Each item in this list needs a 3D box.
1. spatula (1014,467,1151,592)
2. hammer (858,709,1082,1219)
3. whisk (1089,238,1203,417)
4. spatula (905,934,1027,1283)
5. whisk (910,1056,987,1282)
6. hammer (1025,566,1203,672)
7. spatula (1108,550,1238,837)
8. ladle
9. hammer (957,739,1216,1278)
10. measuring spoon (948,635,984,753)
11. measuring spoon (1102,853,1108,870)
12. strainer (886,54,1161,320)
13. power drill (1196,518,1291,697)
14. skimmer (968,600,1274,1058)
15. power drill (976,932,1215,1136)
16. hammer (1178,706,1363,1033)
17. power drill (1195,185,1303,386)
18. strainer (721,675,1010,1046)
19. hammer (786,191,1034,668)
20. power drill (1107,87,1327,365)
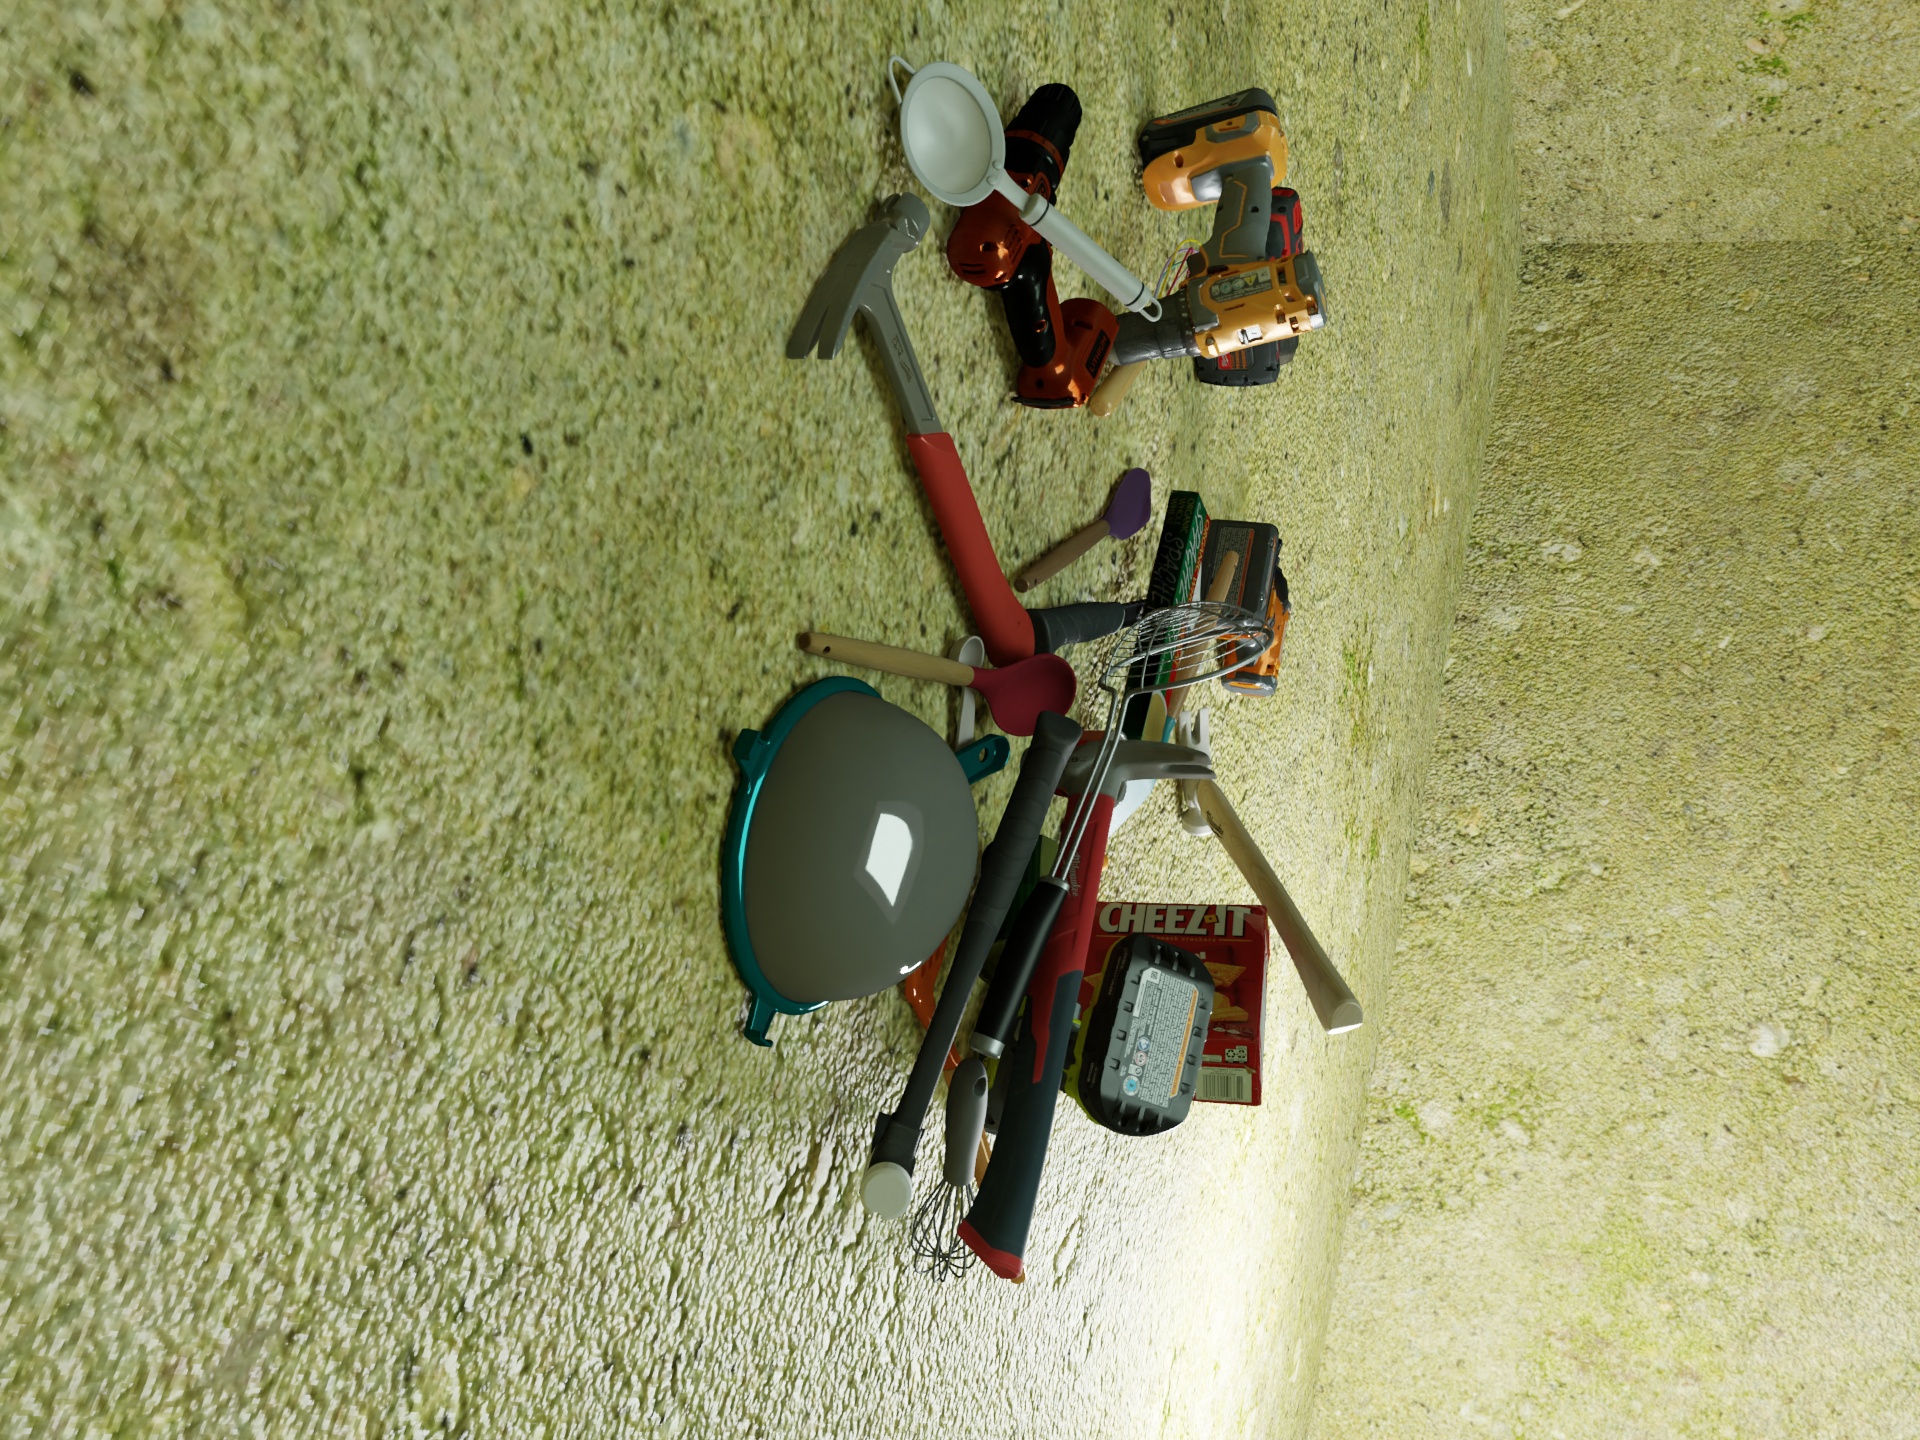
[{"bbox_3d":[0.110,-0.158,1.337,0.316,0.018,0.059,-40,131,-57],"label":"spatula"},{"bbox_3d":[0.008,0.152,1.046,0.146,0.035,0.335,102,9,-87],"label":"hammer"},{"bbox_3d":[0.166,-0.344,1.384,0.245,0.051,0.047,-57,152,-34],"label":"whisk"},{"bbox_3d":[0.008,0.272,1.159,0.081,0.041,0.322,-41,118,-59],"label":"spatula"},{"bbox_3d":[-0.005,0.322,1.131,0.055,0.055,0.238,-52,155,-48],"label":"whisk"},{"bbox_3d":[0.143,-0.097,1.405,0.409,0.036,0.149,-16,110,-63],"label":"hammer"},{"bbox_3d":[0.190,-0.027,1.467,0.318,0.044,0.082,-65,153,-20],"label":"spatula"},{"bbox_3d":[-0.010,-0.032,1.073,0.315,0.031,0.069,10,113,-58],"label":"ladle"},{"bbox_3d":[0.078,0.179,1.067,0.038,0.143,0.387,61,35,-48],"label":"hammer"},{"bbox_3d":[-0.002,-0.004,1.149,0.034,0.018,0.124,-27,128,-52],"label":"measuring spoon"},{"bbox_3d":[0.114,0.112,1.416,0.021,0.011,0.116,-58,150,-11],"label":"measuring spoon"},{"bbox_3d":[0.039,-0.331,1.020,0.258,0.050,0.087,31,72,-30],"label":"strainer"},{"bbox_3d":[0.308,-0.133,1.699,0.226,0.084,0.164,44,56,-65],"label":"power drill"},{"bbox_3d":[0.107,0.069,1.091,0.090,0.127,0.363,34,71,-32],"label":"skimmer"},{"bbox_3d":[0.090,0.221,1.193,0.080,0.228,0.191,23,71,-21],"label":"power drill"},{"bbox_3d":[0.282,0.141,1.496,0.411,0.038,0.146,-112,-168,-59],"label":"hammer"},{"bbox_3d":[0.304,-0.419,1.621,0.227,0.080,0.187,-59,147,-46],"label":"power drill"},{"bbox_3d":[-0.018,0.067,1.021,0.340,0.095,0.211,-27,121,-58],"label":"strainer"},{"bbox_3d":[-0.014,-0.154,1.051,0.149,0.037,0.358,-66,150,-33],"label":"hammer"},{"bbox_3d":[0.199,-0.400,1.328,0.084,0.185,0.226,46,36,-59],"label":"power drill"}]
